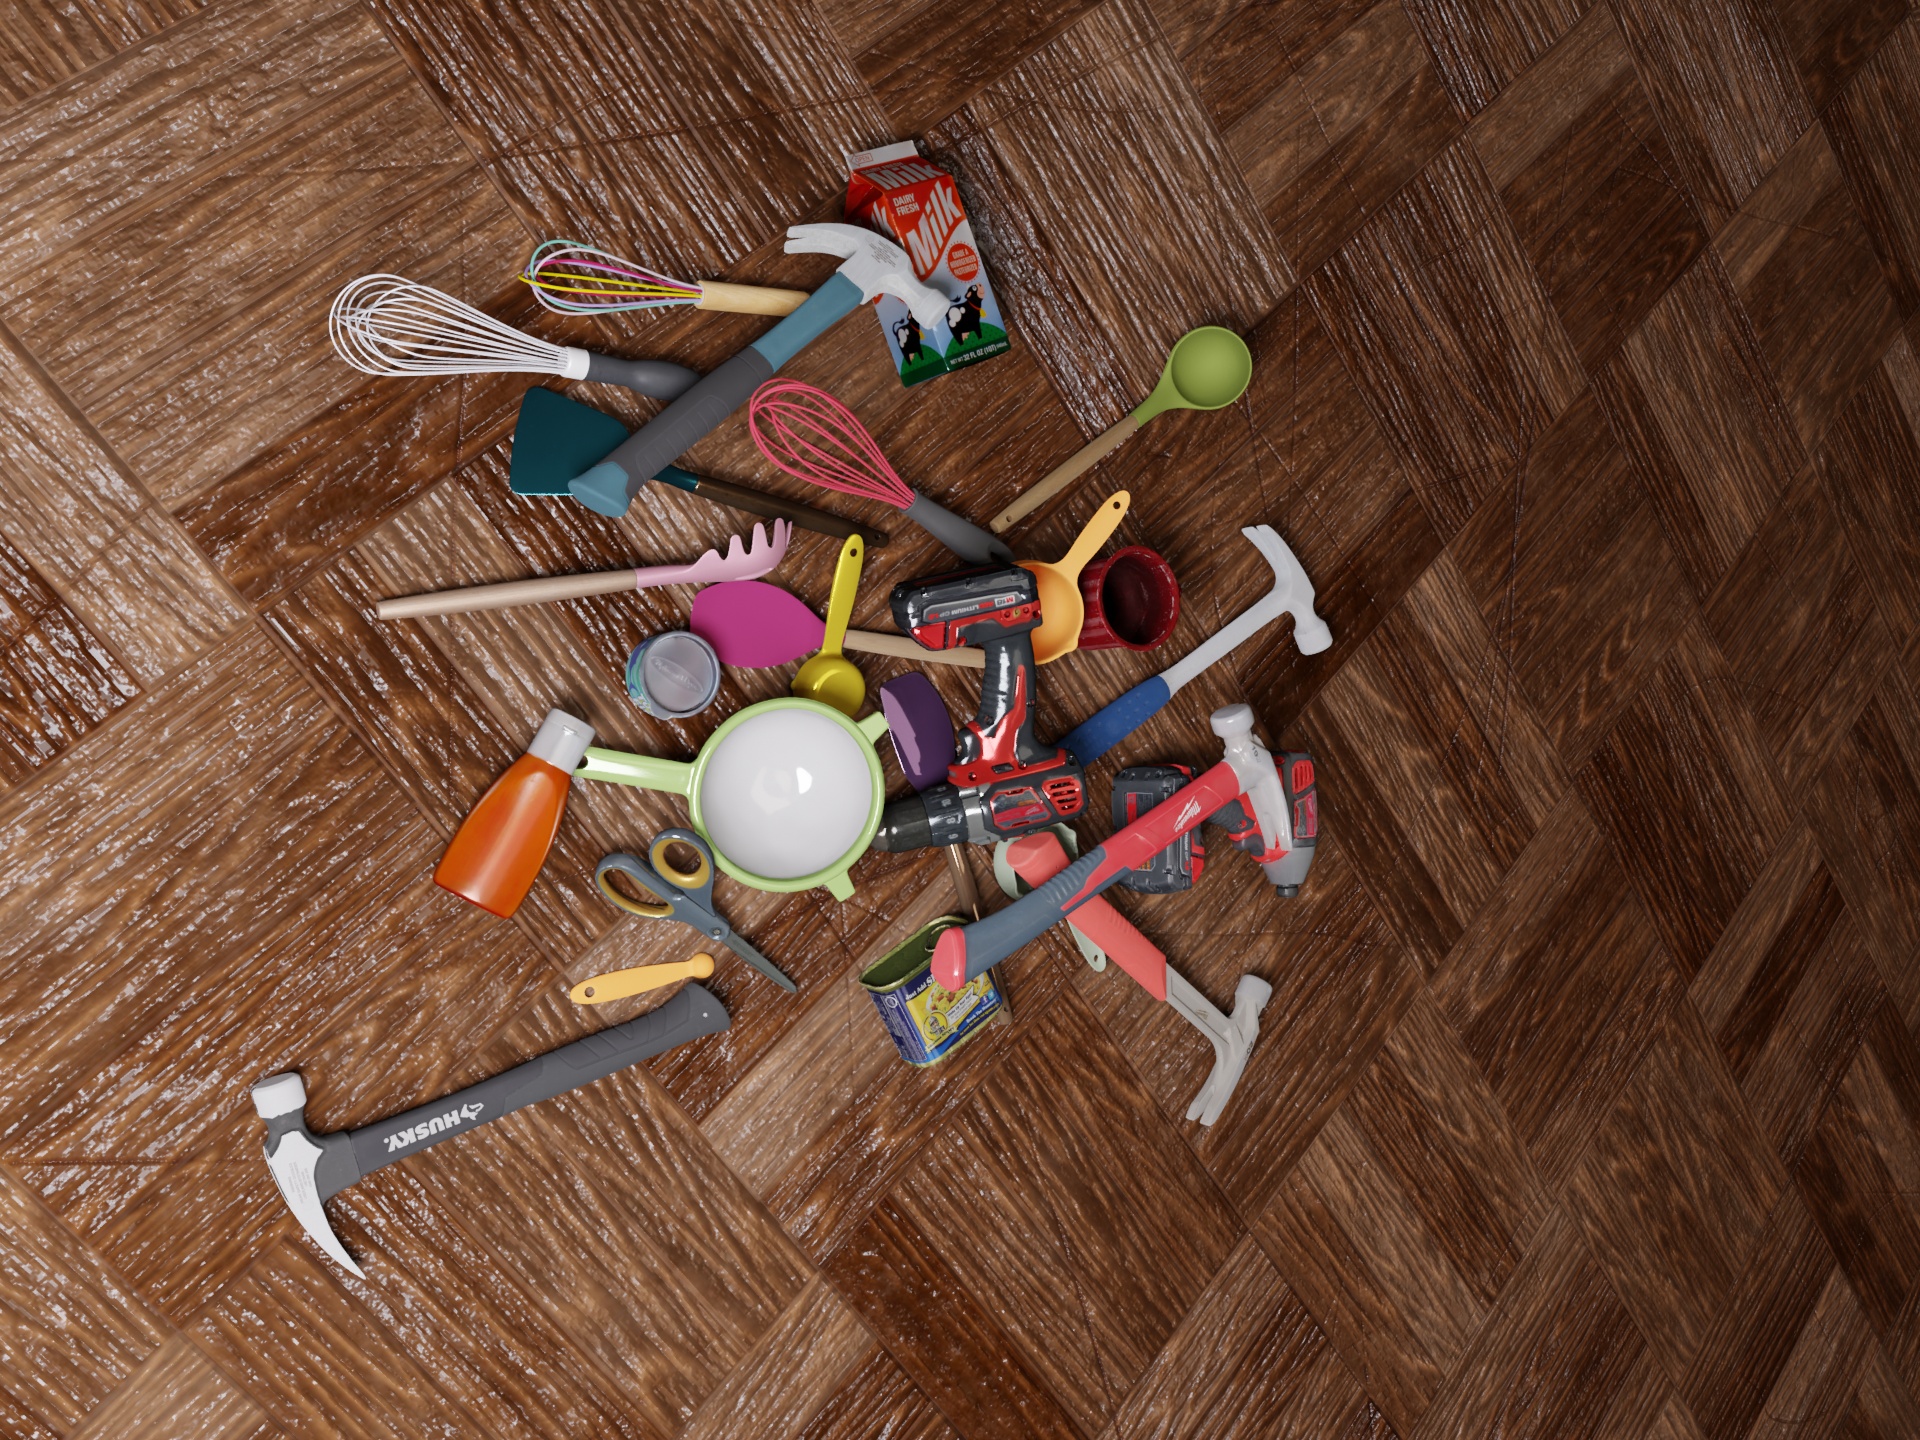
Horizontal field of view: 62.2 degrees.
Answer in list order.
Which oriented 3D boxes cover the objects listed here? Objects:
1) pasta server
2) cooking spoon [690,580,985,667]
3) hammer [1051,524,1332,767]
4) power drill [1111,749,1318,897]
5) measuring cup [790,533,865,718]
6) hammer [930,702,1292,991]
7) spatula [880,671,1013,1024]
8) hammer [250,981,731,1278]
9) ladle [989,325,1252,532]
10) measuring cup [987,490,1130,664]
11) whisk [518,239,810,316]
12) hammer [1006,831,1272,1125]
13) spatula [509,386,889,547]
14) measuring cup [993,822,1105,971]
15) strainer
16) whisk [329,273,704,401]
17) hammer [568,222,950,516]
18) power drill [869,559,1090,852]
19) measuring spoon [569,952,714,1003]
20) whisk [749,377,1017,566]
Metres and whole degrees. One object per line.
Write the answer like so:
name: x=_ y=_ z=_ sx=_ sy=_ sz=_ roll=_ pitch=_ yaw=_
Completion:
pasta server: x=-0.270 y=-0.110 z=1.182 sx=0.316 sy=0.060 sz=0.040 roll=-11 pitch=88 yaw=-27
cooking spoon: x=-0.076 y=-0.065 z=1.320 sx=0.318 sy=0.017 sz=0.069 roll=7 pitch=92 yaw=-32
hammer: x=0.193 y=-0.041 z=1.483 sx=0.405 sy=0.035 sz=0.144 roll=-35 pitch=107 yaw=-29
power drill: x=0.249 y=0.102 z=1.493 sx=0.219 sy=0.078 sz=0.143 roll=-2 pitch=90 yaw=-36
measuring cup: x=-0.094 y=-0.071 z=1.274 sx=0.062 sy=0.029 sz=0.156 roll=4 pitch=106 yaw=-33
hammer: x=0.135 y=0.130 z=1.340 sx=0.386 sy=0.038 sz=0.143 roll=-30 pitch=107 yaw=-31
spatula: x=-0.003 y=0.112 z=1.361 sx=0.060 sy=0.018 sz=0.316 roll=-21 pitch=98 yaw=-31
hammer: x=-0.317 y=0.270 z=1.142 sx=0.334 sy=0.035 sz=0.146 roll=-18 pitch=97 yaw=-32
ladle: x=0.147 y=-0.262 z=1.451 sx=0.320 sy=0.062 sz=0.078 roll=-39 pitch=106 yaw=-25
measuring cup: x=0.084 y=-0.128 z=1.364 sx=0.095 sy=0.052 sz=0.173 roll=37 pitch=93 yaw=-12
whisk: x=-0.222 y=-0.332 z=1.225 sx=0.245 sy=0.047 sz=0.051 roll=-5 pitch=90 yaw=-37
hammer: x=0.155 y=0.220 z=1.422 sx=0.358 sy=0.037 sz=0.149 roll=43 pitch=66 yaw=-33
spatula: x=-0.192 y=-0.180 z=1.248 sx=0.317 sy=0.044 sz=0.082 roll=13 pitch=80 yaw=-37
measuring cup: x=0.083 y=0.158 z=1.408 sx=0.083 sy=0.038 sz=0.167 roll=-44 pitch=120 yaw=-28
strainer: x=-0.189 y=0.045 z=1.226 sx=0.256 sy=0.069 sz=0.151 roll=10 pitch=95 yaw=-15
whisk: x=-0.312 y=-0.265 z=1.157 sx=0.284 sy=0.070 sz=0.070 roll=4 pitch=86 yaw=-38
hammer: x=-0.160 y=-0.264 z=1.206 sx=0.128 sy=0.033 sz=0.331 roll=43 pitch=68 yaw=3
power drill: x=-0.002 y=-0.004 z=1.304 sx=0.188 sy=0.080 sz=0.226 roll=-13 pitch=102 yaw=-8
measuring spoon: x=-0.239 y=0.197 z=1.208 sx=0.117 sy=0.011 sz=0.021 roll=-9 pitch=93 yaw=-33
whisk: x=-0.058 y=-0.191 z=1.317 sx=0.295 sy=0.073 sz=0.073 roll=30 pitch=73 yaw=-36
